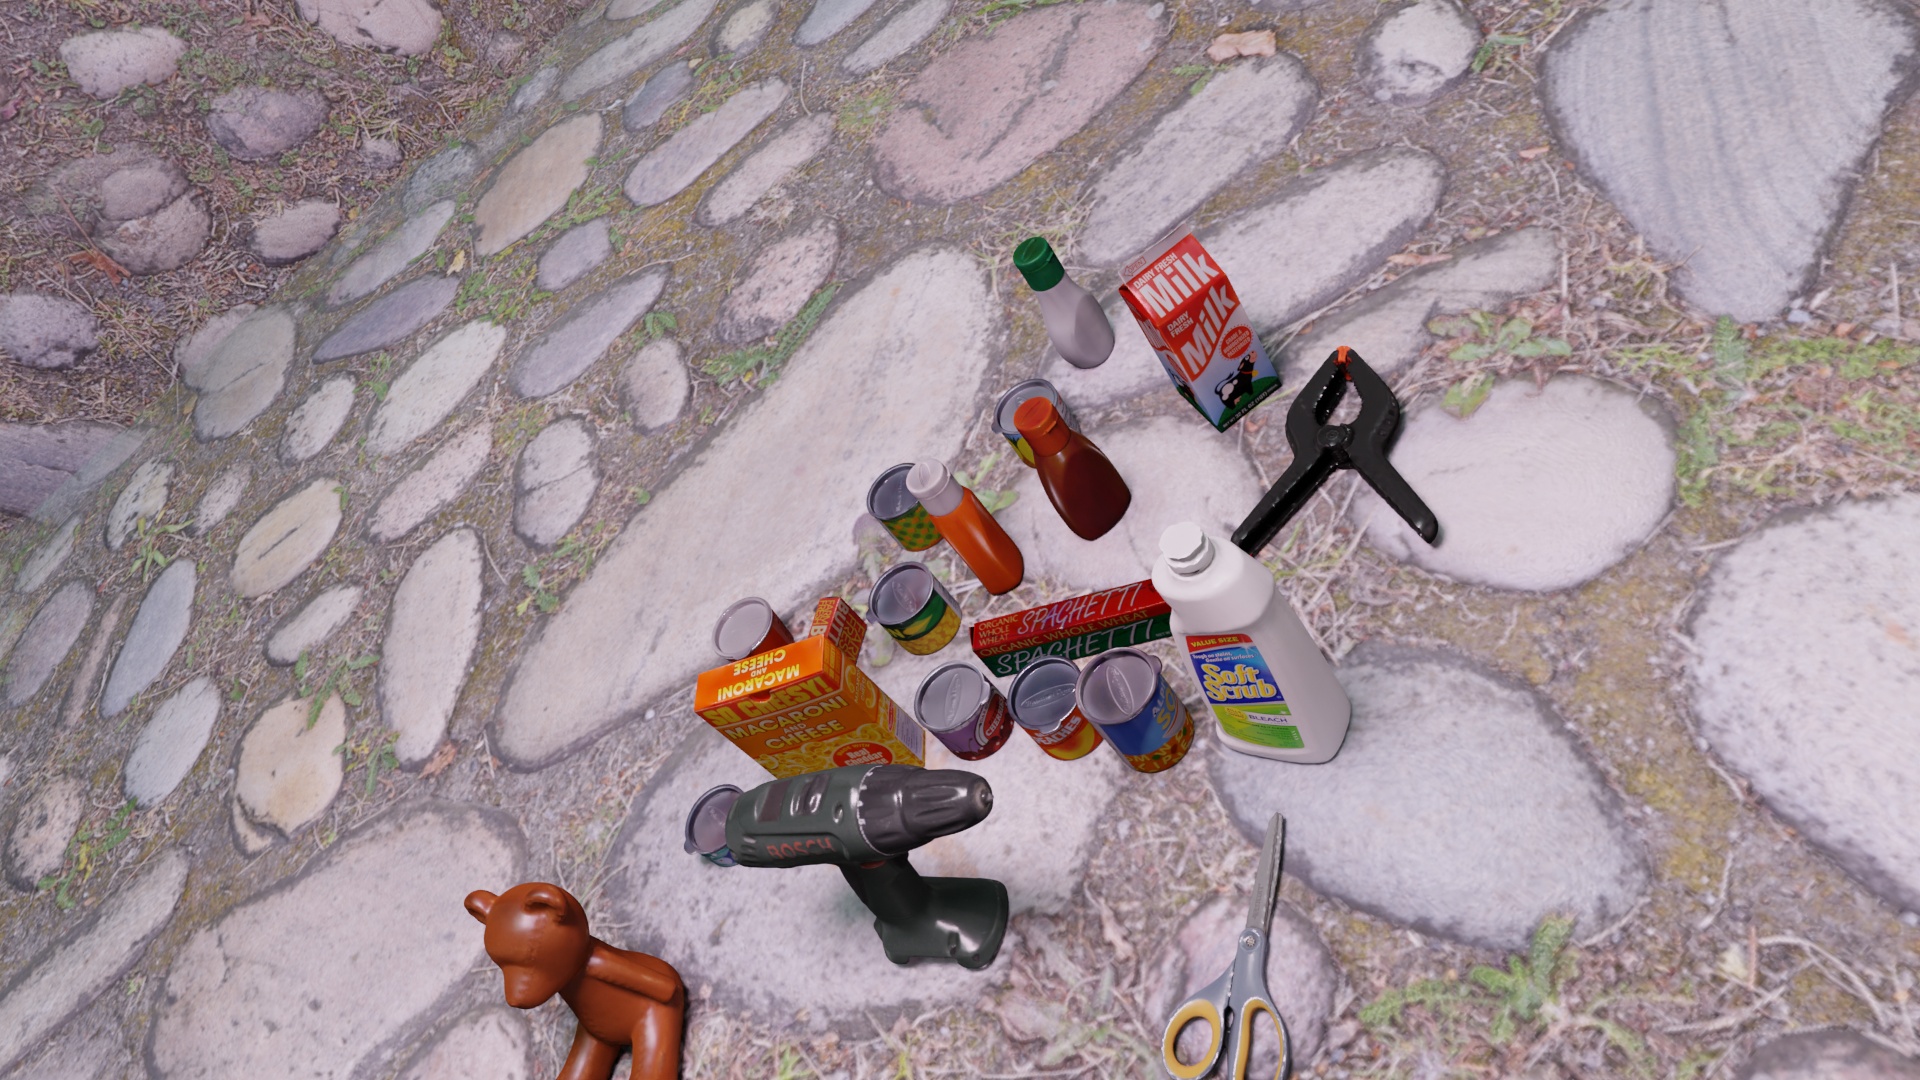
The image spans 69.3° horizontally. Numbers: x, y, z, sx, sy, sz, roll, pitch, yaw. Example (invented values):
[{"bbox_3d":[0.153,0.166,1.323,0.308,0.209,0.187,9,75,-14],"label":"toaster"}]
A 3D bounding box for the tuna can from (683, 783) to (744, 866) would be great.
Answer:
[{"bbox_3d":[-0.209,0.254,1.226,0.071,0.032,0.071,-18,48,21],"label":"tuna can"}]

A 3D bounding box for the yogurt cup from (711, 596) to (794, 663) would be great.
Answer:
[{"bbox_3d":[-0.196,0.095,1.330,0.072,0.053,0.073,-18,48,21],"label":"yogurt cup"}]

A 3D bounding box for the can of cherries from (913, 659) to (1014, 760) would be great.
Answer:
[{"bbox_3d":[0.006,0.142,1.155,0.071,0.058,0.072,-18,48,21],"label":"can of cherries"}]

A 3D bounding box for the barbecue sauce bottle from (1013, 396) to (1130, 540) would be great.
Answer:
[{"bbox_3d":[0.094,-0.065,1.199,0.065,0.148,0.044,-48,44,-9],"label":"barbecue sauce bottle"}]

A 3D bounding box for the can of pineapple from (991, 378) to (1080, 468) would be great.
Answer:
[{"bbox_3d":[0.071,-0.109,1.316,0.071,0.057,0.071,-18,48,21],"label":"can of pineapple"}]

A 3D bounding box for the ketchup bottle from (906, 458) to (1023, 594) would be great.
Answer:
[{"bbox_3d":[0.004,-0.015,1.218,0.043,0.148,0.065,-26,45,14],"label":"ketchup bottle"}]

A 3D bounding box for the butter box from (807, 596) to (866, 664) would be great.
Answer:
[{"bbox_3d":[-0.120,0.108,1.270,0.024,0.053,0.104,-6,53,30],"label":"butter box"}]

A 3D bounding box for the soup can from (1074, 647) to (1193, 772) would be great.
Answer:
[{"bbox_3d":[0.137,0.129,1.061,0.071,0.083,0.072,-18,48,21],"label":"soup can"}]

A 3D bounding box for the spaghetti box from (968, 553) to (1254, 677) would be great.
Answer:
[{"bbox_3d":[0.128,0.064,1.144,0.250,0.050,0.029,-16,49,22],"label":"spaghetti box"}]

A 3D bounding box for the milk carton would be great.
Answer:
[{"bbox_3d":[0.201,-0.188,1.198,0.072,0.190,0.074,-38,44,2],"label":"milk carton"}]

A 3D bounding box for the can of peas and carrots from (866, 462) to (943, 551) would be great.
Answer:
[{"bbox_3d":[-0.045,-0.032,1.330,0.071,0.058,0.071,-18,48,21],"label":"can of peas and carrots"}]

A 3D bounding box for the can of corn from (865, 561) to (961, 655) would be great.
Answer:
[{"bbox_3d":[-0.042,0.063,1.251,0.071,0.058,0.071,-18,48,21],"label":"can of corn"}]

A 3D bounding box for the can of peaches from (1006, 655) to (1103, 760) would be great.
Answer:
[{"bbox_3d":[0.079,0.137,1.112,0.071,0.058,0.071,-18,48,21],"label":"can of peaches"}]

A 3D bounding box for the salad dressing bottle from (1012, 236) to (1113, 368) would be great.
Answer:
[{"bbox_3d":[0.098,-0.227,1.329,0.044,0.147,0.064,7,61,38],"label":"salad dressing bottle"}]

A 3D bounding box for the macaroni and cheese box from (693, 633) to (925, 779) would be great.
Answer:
[{"bbox_3d":[-0.122,0.151,1.155,0.123,0.166,0.040,-19,48,20],"label":"macaroni and cheese box"}]
